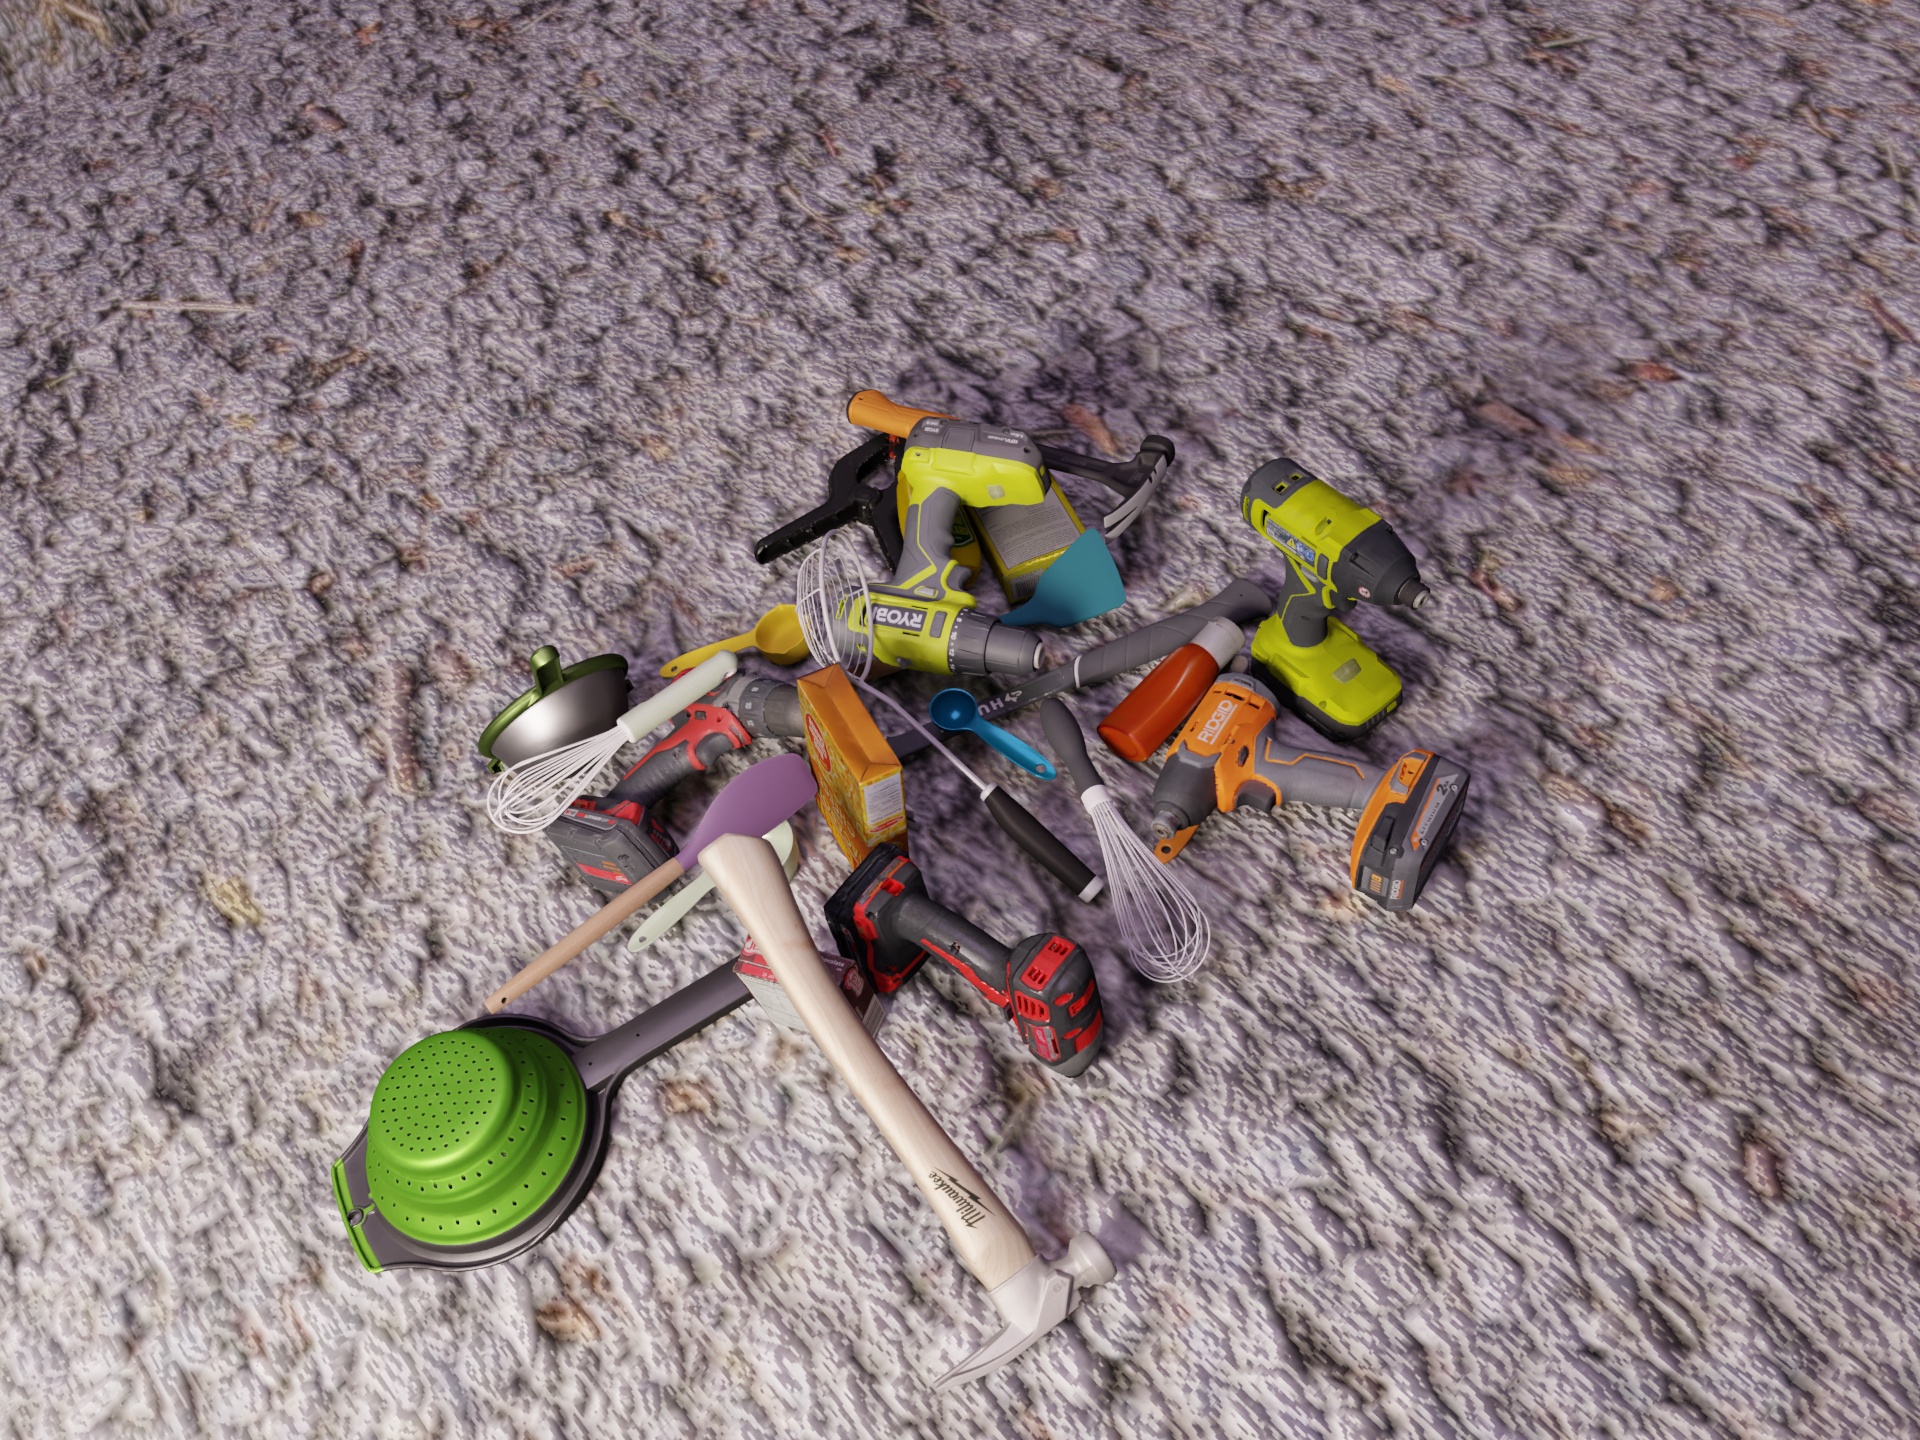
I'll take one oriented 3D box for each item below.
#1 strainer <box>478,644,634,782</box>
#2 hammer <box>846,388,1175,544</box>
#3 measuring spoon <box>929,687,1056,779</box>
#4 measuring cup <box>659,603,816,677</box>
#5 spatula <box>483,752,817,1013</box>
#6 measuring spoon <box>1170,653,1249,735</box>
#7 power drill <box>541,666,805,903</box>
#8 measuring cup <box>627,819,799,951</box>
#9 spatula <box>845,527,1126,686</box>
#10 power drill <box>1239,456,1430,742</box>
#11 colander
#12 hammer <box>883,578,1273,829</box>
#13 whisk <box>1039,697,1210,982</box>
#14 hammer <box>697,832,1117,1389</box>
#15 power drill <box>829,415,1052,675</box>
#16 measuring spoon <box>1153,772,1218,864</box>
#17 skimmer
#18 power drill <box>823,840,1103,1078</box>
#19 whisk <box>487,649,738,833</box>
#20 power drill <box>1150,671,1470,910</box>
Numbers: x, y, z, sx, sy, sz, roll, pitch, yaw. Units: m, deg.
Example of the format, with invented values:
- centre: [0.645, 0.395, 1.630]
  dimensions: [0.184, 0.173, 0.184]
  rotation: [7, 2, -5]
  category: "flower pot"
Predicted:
- centre: [-0.335, -0.003, 1.360]
  dimensions: [0.151, 0.256, 0.069]
  rotation: [-34, 85, -17]
  category: "strainer"
- centre: [0.031, -0.262, 1.542]
  dimensions: [0.337, 0.034, 0.127]
  rotation: [19, 56, 25]
  category: "hammer"
- centre: [0.028, 0.018, 1.361]
  dimensions: [0.129, 0.021, 0.042]
  rotation: [34, 65, 17]
  category: "measuring spoon"
- centre: [-0.209, -0.063, 1.502]
  dimensions: [0.156, 0.029, 0.062]
  rotation: [-18, 52, 11]
  category: "measuring cup"
- centre: [-0.248, 0.130, 1.278]
  dimensions: [0.316, 0.059, 0.018]
  rotation: [-38, 28, -17]
  category: "spatula"
- centre: [0.207, -0.012, 1.392]
  dimensions: [0.124, 0.018, 0.034]
  rotation: [-42, 35, -13]
  category: "measuring spoon"
- centre: [-0.226, 0.044, 1.357]
  dimensions: [0.188, 0.080, 0.227]
  rotation: [7, 50, 42]
  category: "power drill"
- centre: [-0.207, 0.144, 1.334]
  dimensions: [0.167, 0.038, 0.083]
  rotation: [-41, 54, -15]
  category: "measuring cup"
- centre: [-0.007, -0.080, 1.452]
  dimensions: [0.317, 0.044, 0.082]
  rotation: [-21, 69, 0]
  category: "spatula"
- centre: [0.305, -0.089, 1.298]
  dimensions: [0.080, 0.223, 0.171]
  rotation: [-36, 56, -16]
  category: "power drill"
- centre: [-0.310, 0.263, 1.226]
  dimensions: [0.397, 0.094, 0.205]
  rotation: [-30, 54, -12]
  category: "colander"
- centre: [0.090, -0.033, 1.414]
  dimensions: [0.409, 0.036, 0.149]
  rotation: [-23, 54, -7]
  category: "hammer"
- centre: [0.124, 0.091, 1.290]
  dimensions: [0.070, 0.070, 0.285]
  rotation: [-21, 56, -5]
  category: "whisk"
- centre: [-0.068, 0.259, 1.119]
  dimensions: [0.146, 0.038, 0.411]
  rotation: [-34, 80, -15]
  category: "hammer"
- centre: [0.003, -0.147, 1.421]
  dimensions: [0.190, 0.080, 0.229]
  rotation: [11, 72, 18]
  category: "power drill"
- centre: [0.194, 0.075, 1.328]
  dimensions: [0.021, 0.011, 0.117]
  rotation: [26, 62, 26]
  category: "measuring spoon"
- centre: [-0.002, -0.004, 1.305]
  dimensions: [0.363, 0.127, 0.090]
  rotation: [43, 102, 7]
  category: "skimmer"
- centre: [0.011, 0.190, 1.204]
  dimensions: [0.220, 0.143, 0.078]
  rotation: [23, 56, 32]
  category: "power drill"
- centre: [-0.289, 0.013, 1.341]
  dimensions: [0.246, 0.057, 0.059]
  rotation: [-37, 79, -19]
  category: "whisk"
- centre: [0.270, 0.064, 1.272]
  dimensions: [0.227, 0.084, 0.164]
  rotation: [23, 57, 25]
  category: "power drill"
